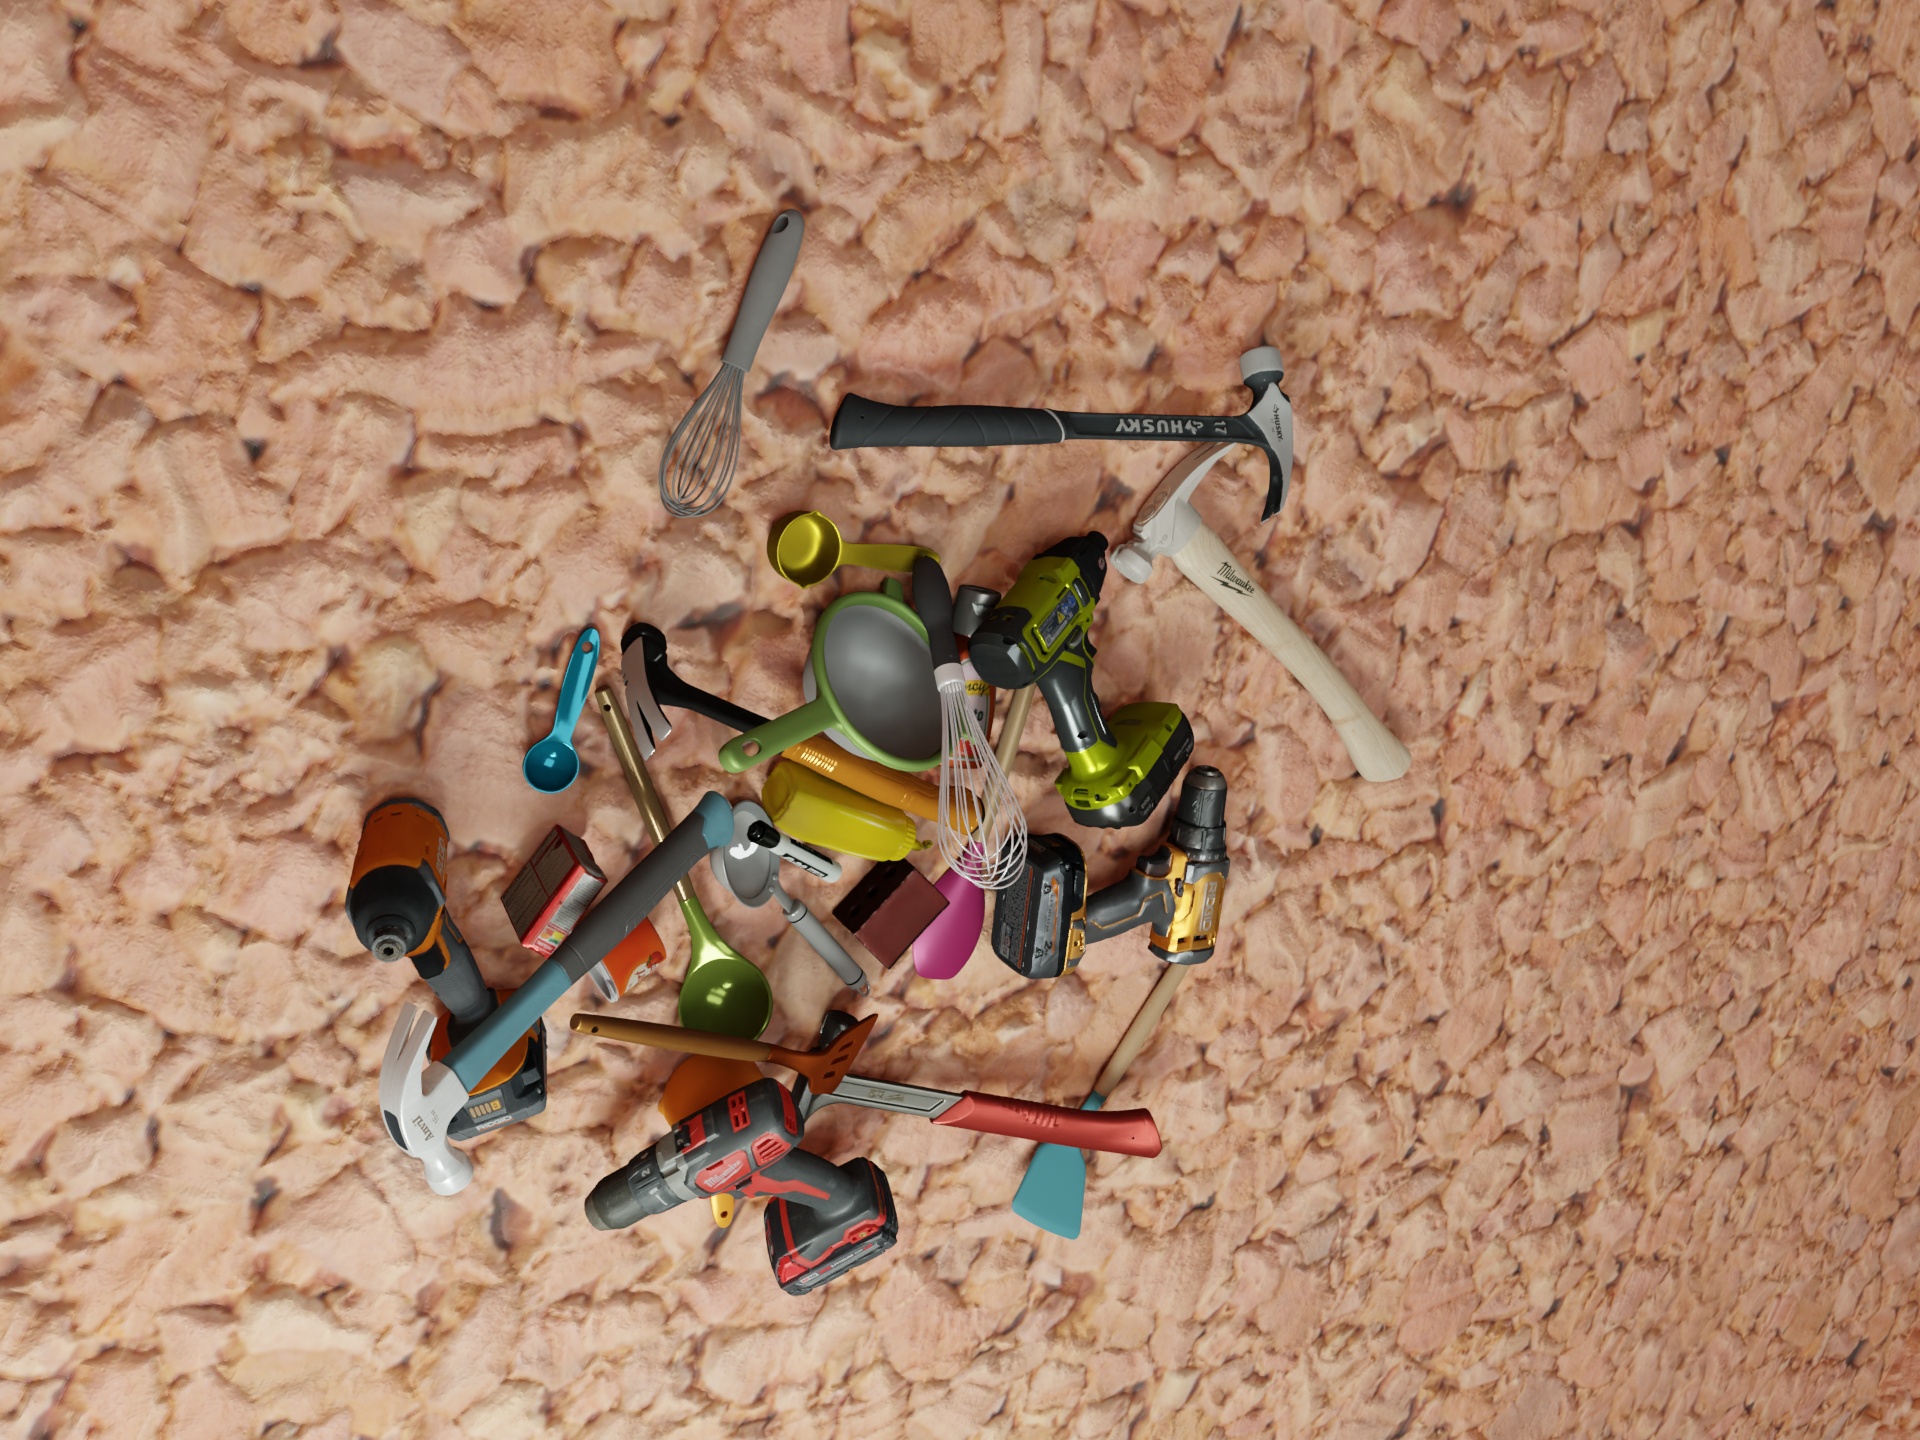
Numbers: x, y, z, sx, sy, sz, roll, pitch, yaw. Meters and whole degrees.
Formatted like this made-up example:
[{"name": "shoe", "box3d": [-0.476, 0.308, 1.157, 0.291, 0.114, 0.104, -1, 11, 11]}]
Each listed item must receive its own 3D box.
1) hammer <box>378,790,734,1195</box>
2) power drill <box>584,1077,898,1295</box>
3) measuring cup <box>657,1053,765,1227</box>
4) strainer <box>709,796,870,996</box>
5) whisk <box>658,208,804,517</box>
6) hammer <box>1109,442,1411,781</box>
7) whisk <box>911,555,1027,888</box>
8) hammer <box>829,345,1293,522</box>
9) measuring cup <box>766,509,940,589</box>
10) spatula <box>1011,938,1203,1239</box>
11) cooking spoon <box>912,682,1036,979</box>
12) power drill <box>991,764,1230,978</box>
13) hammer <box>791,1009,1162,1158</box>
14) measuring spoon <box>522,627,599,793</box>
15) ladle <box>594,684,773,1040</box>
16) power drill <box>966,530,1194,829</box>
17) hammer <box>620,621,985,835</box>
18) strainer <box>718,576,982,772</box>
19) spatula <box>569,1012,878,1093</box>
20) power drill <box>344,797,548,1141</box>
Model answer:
[{"name": "hammer", "box3d": [-0.273, 0.169, 1.121, 0.331, 0.033, 0.128, -48, 136, -35]}, {"name": "power drill", "box3d": [-0.174, 0.389, 1.295, 0.188, 0.080, 0.226, -31, 134, 9]}, {"name": "measuring cup", "box3d": [-0.198, 0.364, 1.340, 0.095, 0.052, 0.173, -10, 109, -24]}, {"name": "strainer", "box3d": [-0.143, 0.153, 1.307, 0.258, 0.050, 0.087, 54, 36, -35]}, {"name": "whisk", "box3d": [-0.162, -0.259, 1.158, 0.055, 0.055, 0.239, 20, 93, -31]}, {"name": "hammer", "box3d": [0.305, -0.079, 1.459, 0.410, 0.038, 0.146, 41, 85, -31]}, {"name": "whisk", "box3d": [-0.001, -0.004, 1.219, 0.070, 0.070, 0.285, 2, 62, -27]}, {"name": "hammer", "box3d": [0.091, -0.232, 1.278, 0.408, 0.036, 0.149, -4, 79, -21]}, {"name": "measuring cup", "box3d": [-0.084, -0.133, 1.256, 0.156, 0.029, 0.062, 1, 106, -39]}, {"name": "spatula", "box3d": [0.153, 0.339, 1.516, 0.082, 0.044, 0.317, 31, 90, -21]}, {"name": "cooking spoon", "box3d": [0.023, 0.080, 1.379, 0.068, 0.017, 0.319, 11, 102, -30]}, {"name": "power drill", "box3d": [0.147, 0.136, 1.427, 0.226, 0.084, 0.185, -2, 107, -31]}, {"name": "hammer", "box3d": [0.020, 0.363, 1.436, 0.358, 0.037, 0.149, 16, 99, -22]}, {"name": "measuring spoon", "box3d": [-0.296, -0.009, 1.193, 0.042, 0.021, 0.128, 18, 89, -30]}, {"name": "ladle", "box3d": [-0.225, 0.121, 1.247, 0.078, 0.062, 0.320, -17, 112, 0]}, {"name": "power drill", "box3d": [0.108, -0.035, 1.332, 0.171, 0.080, 0.223, -51, 125, -33]}, {"name": "hammer", "box3d": [-0.111, 0.029, 1.242, 0.336, 0.127, 0.034, 25, 119, -34]}, {"name": "strainer", "box3d": [-0.102, -0.004, 1.209, 0.256, 0.069, 0.151, -29, 89, -48]}, {"name": "spatula", "box3d": [-0.174, 0.248, 1.226, 0.322, 0.041, 0.081, 24, 98, -48]}, {"name": "power drill", "box3d": [-0.368, 0.185, 1.132, 0.084, 0.164, 0.226, -19, 117, -6]}]
